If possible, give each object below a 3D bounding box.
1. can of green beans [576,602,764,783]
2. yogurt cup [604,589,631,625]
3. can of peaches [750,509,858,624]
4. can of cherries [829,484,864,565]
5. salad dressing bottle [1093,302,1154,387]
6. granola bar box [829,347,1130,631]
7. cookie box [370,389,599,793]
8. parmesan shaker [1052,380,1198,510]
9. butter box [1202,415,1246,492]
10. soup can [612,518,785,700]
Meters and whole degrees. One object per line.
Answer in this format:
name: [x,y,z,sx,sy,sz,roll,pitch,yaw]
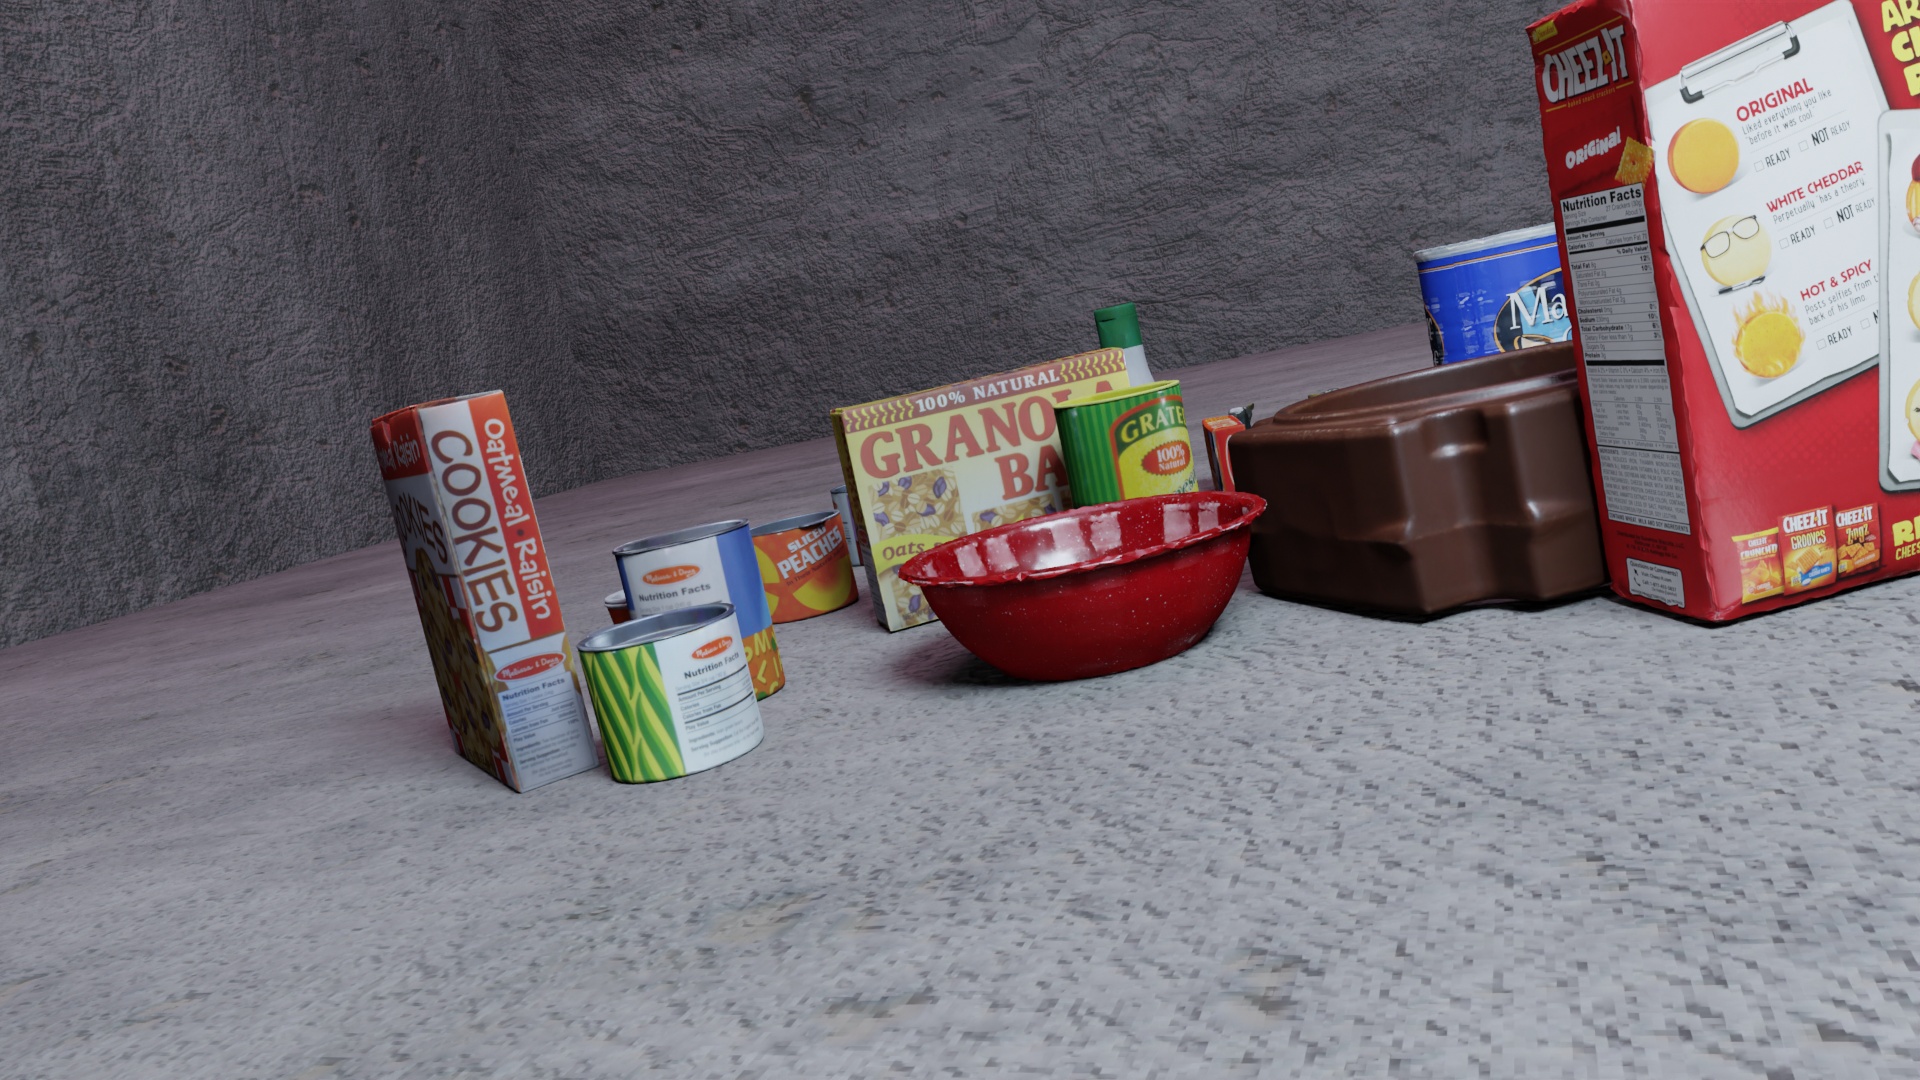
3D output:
can of green beans: [-0.120,0.063,0.578,0.071,0.057,0.071,-12,8,2]
yogurt cup: [-0.150,0.048,0.739,0.072,0.054,0.072,-12,8,2]
can of peaches: [-0.101,0.016,0.872,0.071,0.058,0.071,-12,8,2]
can of cherries: [-0.057,-0.017,1.039,0.071,0.058,0.071,-12,8,2]
salad dressing bottle: [0.148,-0.132,1.215,0.064,0.147,0.044,-7,9,37]
granola bar box: [0.021,-0.030,0.778,0.166,0.124,0.039,-14,8,-16]
cookie box: [-0.219,0.020,0.628,0.040,0.167,0.123,-17,9,-30]
parmesan shaker: [0.092,-0.027,0.722,0.071,0.103,0.071,-12,8,2]
butter box: [0.189,-0.058,0.978,0.024,0.053,0.104,-11,8,8]
soup can: [-0.125,0.037,0.674,0.071,0.083,0.071,-12,8,2]
